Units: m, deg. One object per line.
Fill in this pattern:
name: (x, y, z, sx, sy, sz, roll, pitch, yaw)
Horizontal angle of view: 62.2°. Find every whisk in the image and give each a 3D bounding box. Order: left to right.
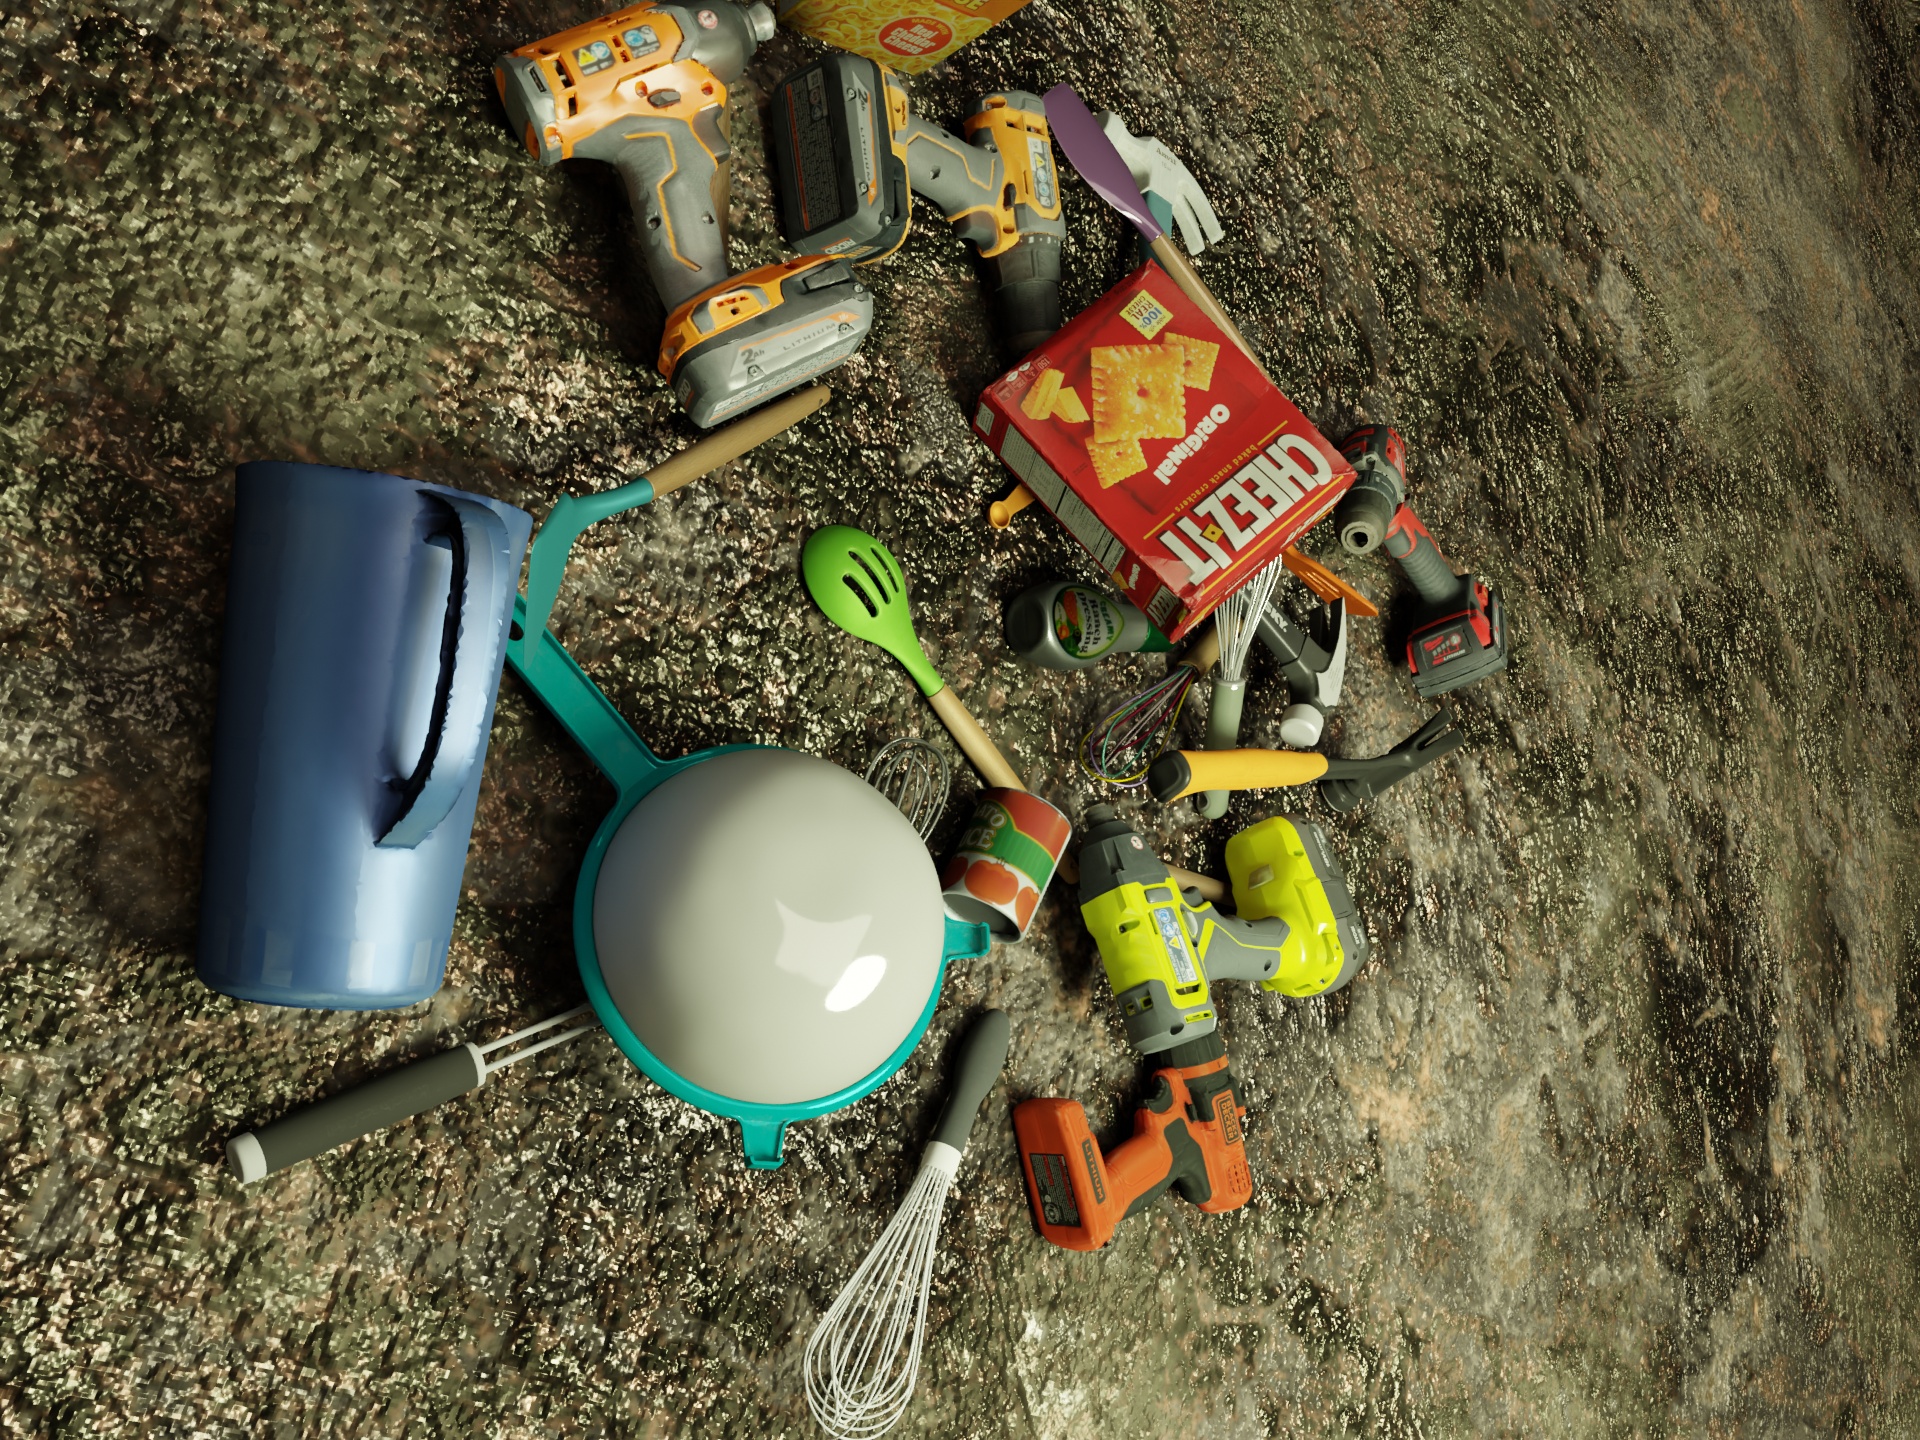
whisk: (-0.059, 0.120, 0.990, 0.055, 0.055, 0.239, 31, 69, -35)
whisk: (-0.024, 0.303, 0.989, 0.070, 0.070, 0.285, 45, 52, -28)
whisk: (0.160, -0.028, 1.211, 0.245, 0.047, 0.051, -45, 125, -41)
whisk: (0.203, -0.038, 1.193, 0.059, 0.058, 0.246, -7, 115, -25)

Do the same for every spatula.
spatula: (-0.157, -0.135, 0.913, 0.317, 0.044, 0.082, -44, 156, -48)
spatula: (0.162, -0.343, 1.203, 0.315, 0.018, 0.060, 50, 48, -13)
spatula: (0.247, -0.218, 1.311, 0.041, 0.081, 0.322, -30, 101, -7)

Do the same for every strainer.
strainer: (-0.130, 0.049, 0.834, 0.340, 0.095, 0.211, 49, 57, -1)

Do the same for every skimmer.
skimmer: (-0.189, 0.156, 0.834, 0.363, 0.090, 0.127, -18, 92, -41)

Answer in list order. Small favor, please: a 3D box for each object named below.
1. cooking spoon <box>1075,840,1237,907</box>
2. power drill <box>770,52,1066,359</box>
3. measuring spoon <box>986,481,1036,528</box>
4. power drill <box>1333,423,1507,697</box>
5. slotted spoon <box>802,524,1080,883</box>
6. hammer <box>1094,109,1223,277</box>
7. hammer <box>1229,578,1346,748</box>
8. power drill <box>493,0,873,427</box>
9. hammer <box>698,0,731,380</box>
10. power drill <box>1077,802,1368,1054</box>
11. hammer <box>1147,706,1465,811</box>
cooking spoon: (0.203, 0.134, 1.237, 0.318, 0.017, 0.069, 20, 66, -39)
power drill: (-0.013, -0.343, 1.080, 0.226, 0.084, 0.185, -8, 91, -46)
measuring spoon: (0.051, -0.171, 1.156, 0.117, 0.011, 0.021, -46, 113, -40)
power drill: (0.387, -0.132, 1.372, 0.226, 0.080, 0.188, 55, 31, -19)
slotted spoon: (-0.002, -0.003, 1.071, 0.313, 0.031, 0.070, 54, 53, -24)
hammer: (0.146, -0.304, 1.210, 0.128, 0.033, 0.331, 20, 62, -35)
hammer: (0.191, -0.139, 1.235, 0.334, 0.035, 0.146, 46, 47, -19)
power drill: (-0.140, -0.302, 0.910, 0.164, 0.084, 0.226, -30, 93, -17)
hammer: (-0.158, -0.364, 0.972, 0.130, 0.031, 0.331, 5, 83, -30)
power drill: (0.183, 0.136, 1.145, 0.223, 0.080, 0.171, -2, 67, -42)
hammer: (0.256, 0.034, 1.203, 0.336, 0.127, 0.034, 0, 60, -48)
